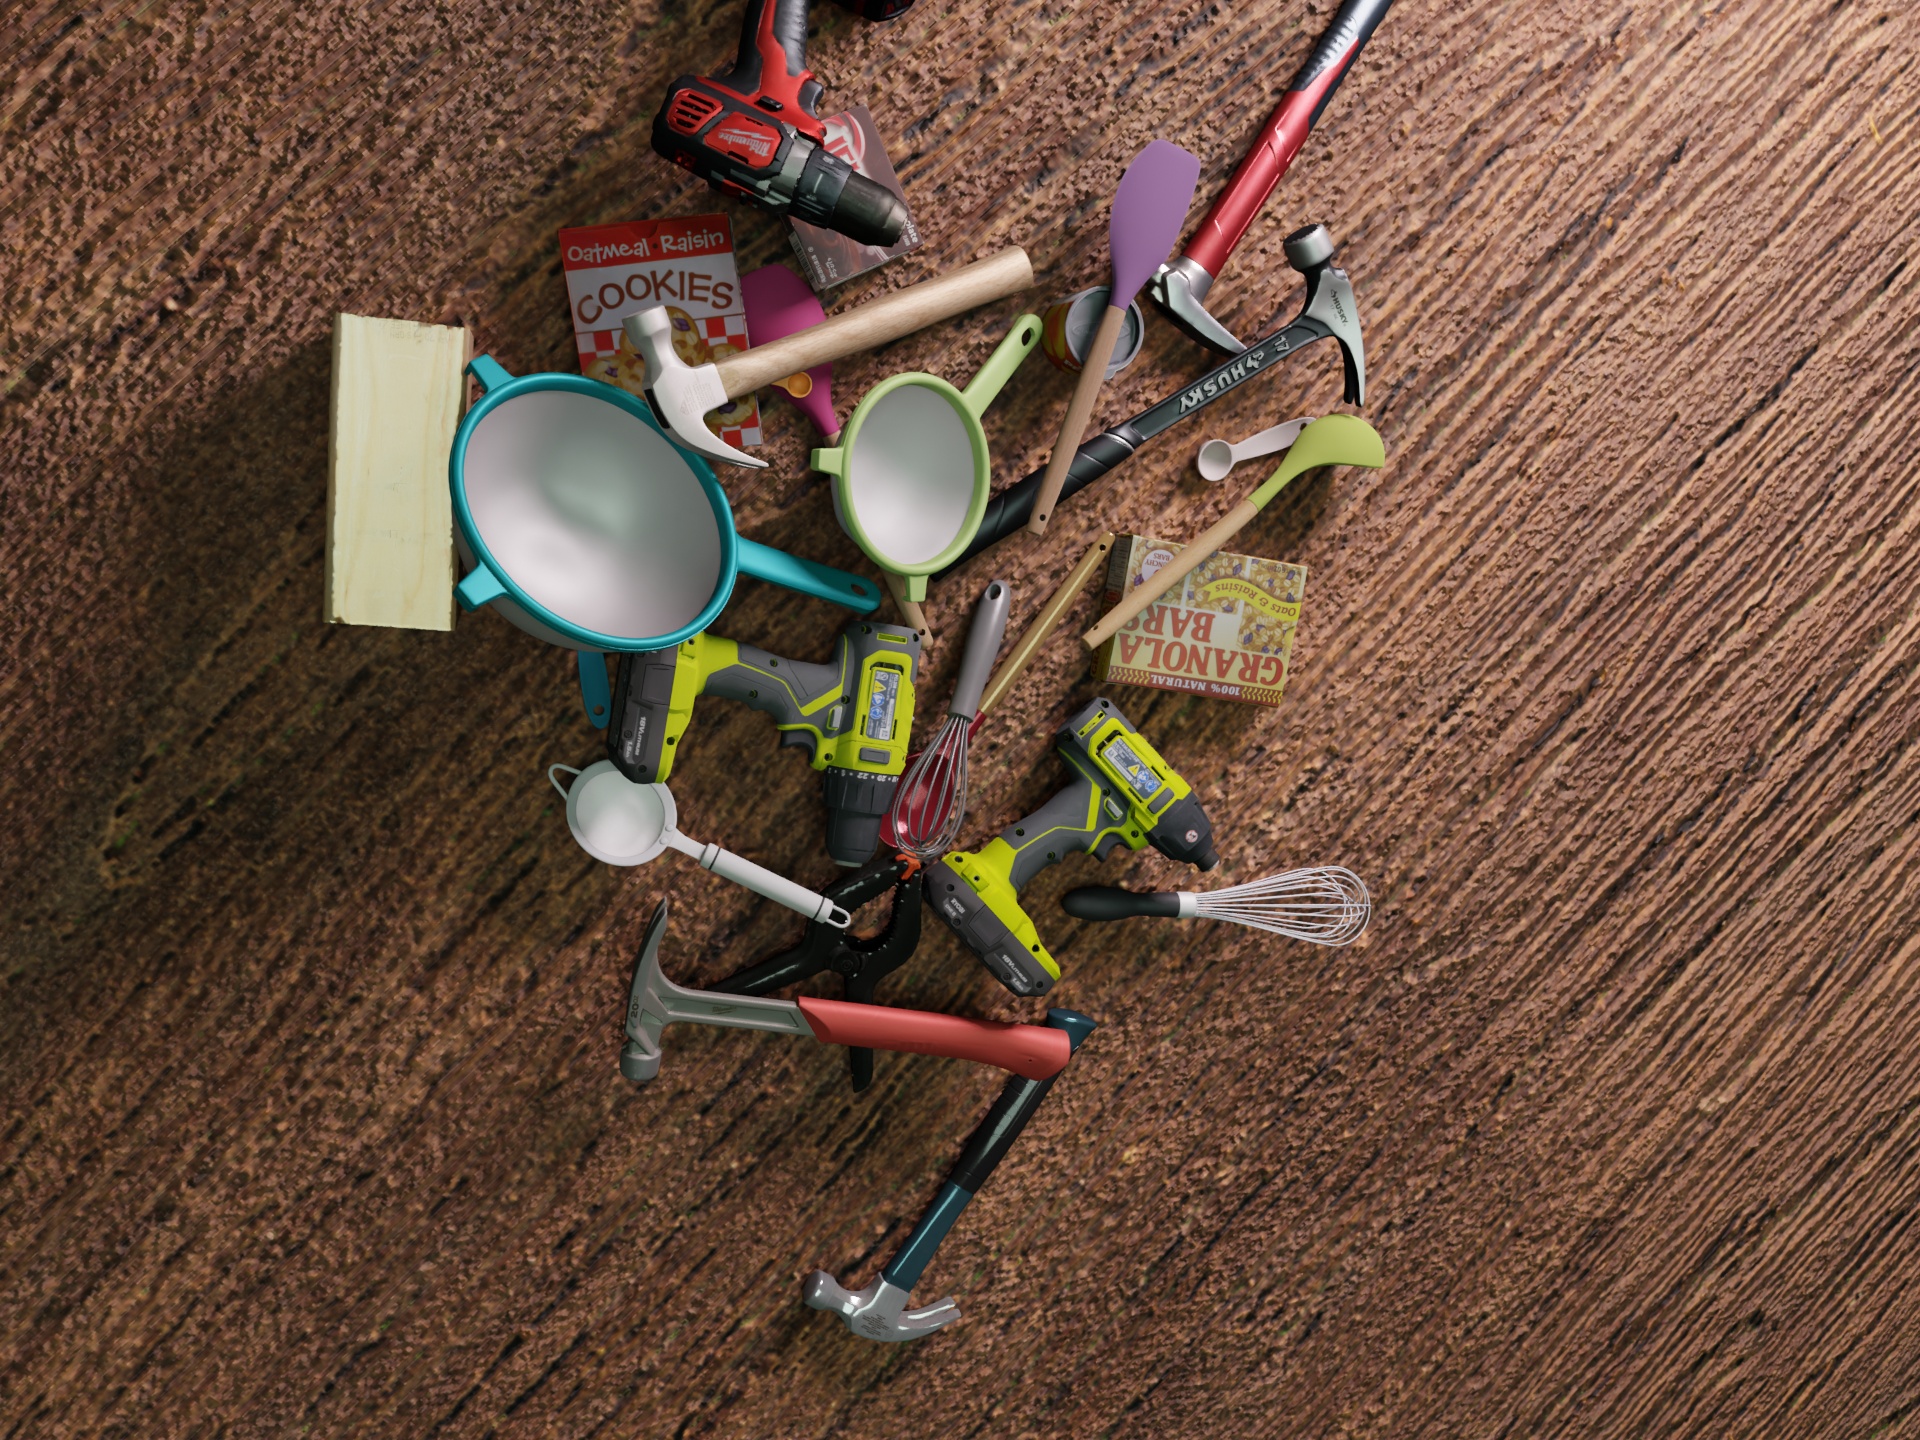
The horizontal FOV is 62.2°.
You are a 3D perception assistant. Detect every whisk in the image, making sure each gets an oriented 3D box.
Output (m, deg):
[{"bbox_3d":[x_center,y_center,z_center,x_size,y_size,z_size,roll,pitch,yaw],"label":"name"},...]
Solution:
[{"bbox_3d":[0.225,0.162,1.381,0.284,0.070,0.070,2,99,-12],"label":"whisk"},{"bbox_3d":[-0.003,-0.004,1.263,0.055,0.055,0.239,23,74,-19],"label":"whisk"}]

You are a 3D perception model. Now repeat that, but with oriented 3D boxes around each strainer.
[{"bbox_3d":[-0.202,0.103,1.227,0.258,0.050,0.087,27,57,-8],"label":"strainer"},{"bbox_3d":[-0.024,-0.226,1.228,0.256,0.069,0.151,-55,130,-25],"label":"strainer"},{"bbox_3d":[-0.218,-0.114,1.141,0.340,0.095,0.211,15,58,-37],"label":"strainer"}]

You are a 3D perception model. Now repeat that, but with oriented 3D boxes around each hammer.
[{"bbox_3d":[0.284,-0.482,1.294,0.143,0.038,0.386,33,89,-21],"label":"hammer"},{"bbox_3d":[-0.082,0.234,1.264,0.359,0.037,0.149,10,109,-16],"label":"hammer"},{"bbox_3d":[0.145,-0.229,1.275,0.409,0.036,0.149,-32,113,-2],"label":"hammer"},{"bbox_3d":[-0.081,-0.285,1.179,0.331,0.031,0.130,-27,110,-26],"label":"hammer"},{"bbox_3d":[0.008,0.387,1.364,0.128,0.033,0.331,35,88,-19],"label":"hammer"}]

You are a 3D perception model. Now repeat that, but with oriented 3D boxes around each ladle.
[{"bbox_3d":[0.030,-0.029,1.302,0.069,0.031,0.315,38,85,-15],"label":"ladle"},{"bbox_3d":[0.222,-0.148,1.292,0.320,0.078,0.062,-40,123,-15],"label":"ladle"}]

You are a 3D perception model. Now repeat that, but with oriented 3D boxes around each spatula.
[{"bbox_3d":[0.109,-0.292,1.221,0.059,0.018,0.316,19,92,-19],"label":"spatula"}]

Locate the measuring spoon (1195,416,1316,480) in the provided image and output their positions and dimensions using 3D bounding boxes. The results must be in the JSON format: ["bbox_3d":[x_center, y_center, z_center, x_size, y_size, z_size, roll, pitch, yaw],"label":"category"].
[{"bbox_3d":[0.248,-0.234,1.342,0.124,0.018,0.034,-22,116,-19],"label":"measuring spoon"}]

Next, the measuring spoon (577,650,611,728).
[{"bbox_3d":[-0.284,-0.056,1.209,0.042,0.021,0.128,-11,112,-18],"label":"measuring spoon"}]

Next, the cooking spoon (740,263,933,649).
[{"bbox_3d":[-0.090,-0.199,1.239,0.069,0.017,0.318,-27,105,-11],"label":"cooking spoon"}]

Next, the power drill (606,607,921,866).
[{"bbox_3d":[-0.149,0.007,1.221,0.228,0.080,0.190,9,90,-19],"label":"power drill"}]

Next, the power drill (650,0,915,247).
[{"bbox_3d":[-0.094,-0.462,1.132,0.188,0.080,0.227,24,85,-9],"label":"power drill"}]

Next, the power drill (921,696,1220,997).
[{"bbox_3d":[0.093,0.115,1.307,0.223,0.080,0.171,-43,94,-7],"label":"power drill"}]

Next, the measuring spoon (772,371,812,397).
[{"bbox_3d":[-0.168,-0.270,1.200,0.117,0.011,0.021,18,101,-7],"label":"measuring spoon"}]
